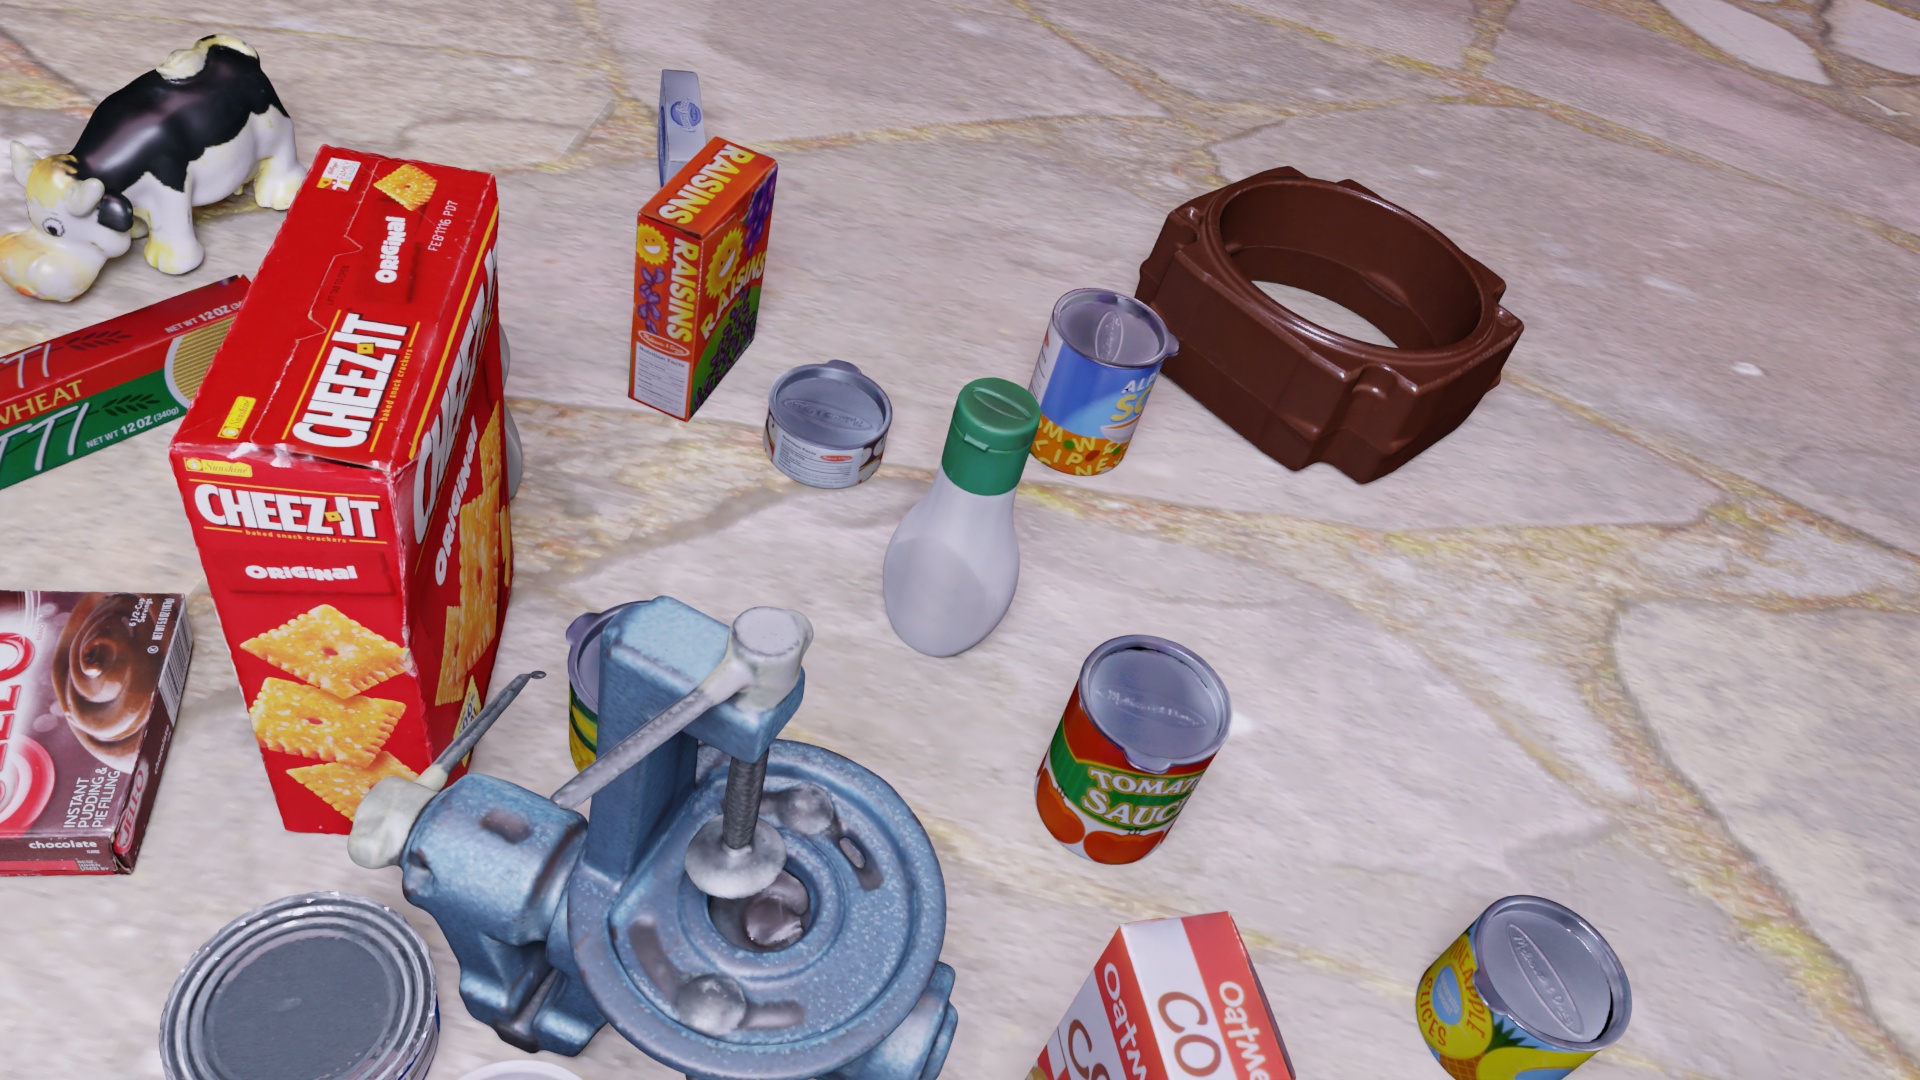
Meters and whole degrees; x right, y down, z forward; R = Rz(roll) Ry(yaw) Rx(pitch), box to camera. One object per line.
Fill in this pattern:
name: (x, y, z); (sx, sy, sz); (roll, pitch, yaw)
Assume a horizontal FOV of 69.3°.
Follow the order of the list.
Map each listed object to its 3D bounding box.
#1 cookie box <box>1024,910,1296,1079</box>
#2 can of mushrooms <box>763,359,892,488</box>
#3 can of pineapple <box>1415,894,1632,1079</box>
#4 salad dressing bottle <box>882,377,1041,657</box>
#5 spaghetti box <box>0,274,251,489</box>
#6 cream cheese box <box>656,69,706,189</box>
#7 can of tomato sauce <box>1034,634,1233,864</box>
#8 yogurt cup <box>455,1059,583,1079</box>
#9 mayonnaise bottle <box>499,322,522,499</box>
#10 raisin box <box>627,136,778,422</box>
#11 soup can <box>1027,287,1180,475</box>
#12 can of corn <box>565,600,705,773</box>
cookie box: (0.061, 0.210, 0.431); (0.040, 0.166, 0.123); (-2, 48, -18)
can of mushrooms: (-0.071, -0.063, 0.744); (0.071, 0.033, 0.071); (8, 46, -8)
can of pineapple: (0.229, 0.190, 0.575); (0.071, 0.057, 0.071); (8, 46, -8)
salad dressing bottle: (0.002, -0.008, 0.634); (0.064, 0.146, 0.044); (29, 47, 12)
spaghetti box: (-0.430, -0.051, 0.619); (0.029, 0.049, 0.251); (39, 49, 20)
cream cheese box: (-0.175, -0.244, 0.871); (0.024, 0.053, 0.104); (0, 48, -16)
can of tomato sauce: (0.073, 0.094, 0.603); (0.071, 0.082, 0.071); (8, 46, -9)
yogurt cup: (-0.146, 0.212, 0.450); (0.072, 0.053, 0.073); (8, 46, -8)
mayonnaise bottle: (-0.234, -0.076, 0.630); (0.065, 0.147, 0.041); (-8, 51, -22)
raisin box: (-0.136, -0.136, 0.732); (0.040, 0.122, 0.086); (23, 46, 6)
soup can: (0.075, -0.086, 0.772); (0.071, 0.083, 0.072); (8, 46, -9)
can of corn: (-0.134, 0.067, 0.586); (0.071, 0.058, 0.071); (8, 46, -8)
